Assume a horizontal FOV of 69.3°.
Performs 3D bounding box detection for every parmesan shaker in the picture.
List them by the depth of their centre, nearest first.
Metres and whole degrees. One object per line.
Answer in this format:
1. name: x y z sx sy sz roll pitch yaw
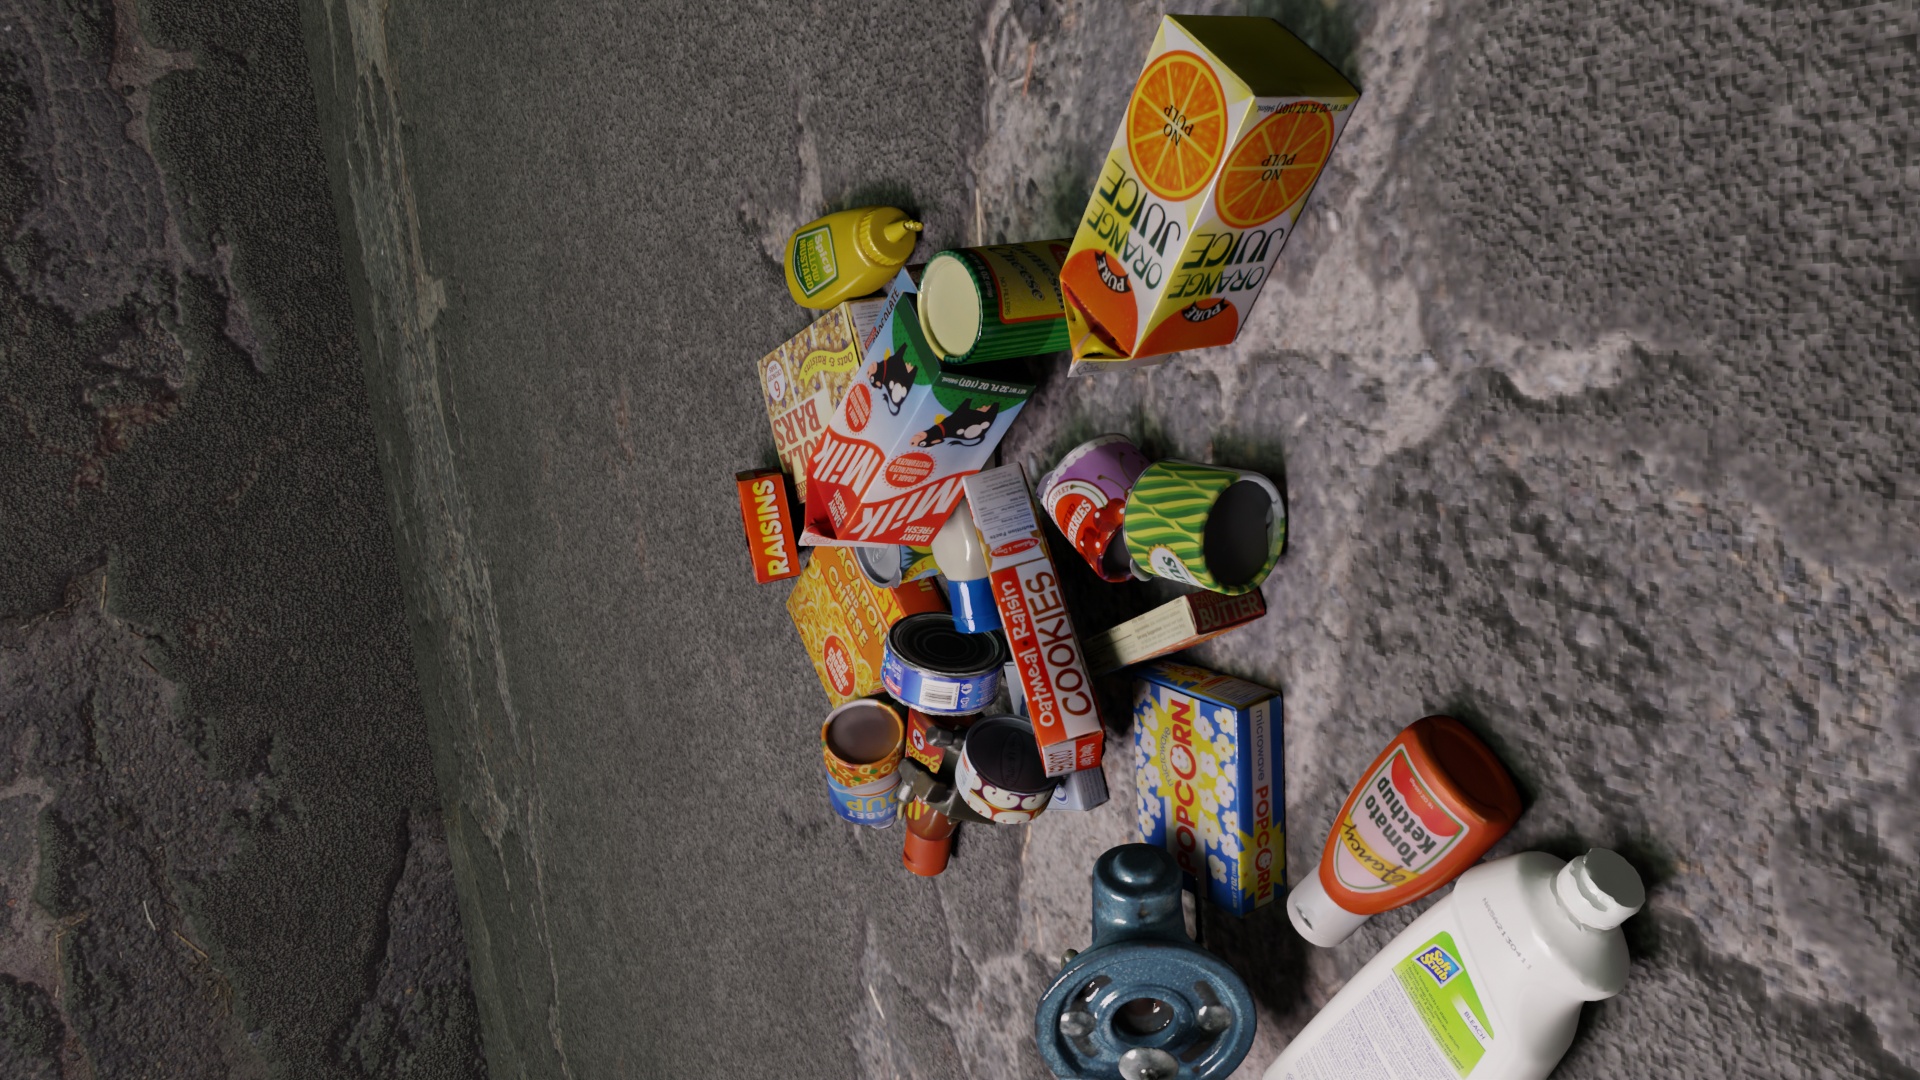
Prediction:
1. parmesan shaker: 0.037 -0.137 0.801 0.071 0.103 0.071 25 121 50

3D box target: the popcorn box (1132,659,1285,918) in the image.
1. popcorn box: 0.142 0.139 0.797 0.085 0.038 0.126 14 112 53

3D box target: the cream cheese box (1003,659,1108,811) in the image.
1. cream cheese box: 0.063 0.128 0.925 0.053 0.024 0.103 -15 89 58

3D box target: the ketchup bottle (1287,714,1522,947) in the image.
1. ketchup bottle: 0.213 0.152 0.690 0.065 0.044 0.148 58 143 30

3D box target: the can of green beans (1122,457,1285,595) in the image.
1. can of green beans: 0.130 -0.008 0.738 0.058 0.071 0.071 16 114 53

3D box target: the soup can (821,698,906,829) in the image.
1. soup can: -0.072 0.176 1.088 0.071 0.071 0.083 50 155 35

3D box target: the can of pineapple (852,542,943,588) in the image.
1. can of pineapple: -0.037 -0.002 1.001 0.071 0.058 0.070 26 122 51

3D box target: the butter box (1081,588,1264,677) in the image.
1. butter box: 0.119 0.050 0.787 0.103 0.053 0.024 -33 73 55

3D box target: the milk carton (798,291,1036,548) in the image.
1. milk carton: -0.037 -0.059 0.885 0.189 0.072 0.074 -56 44 37

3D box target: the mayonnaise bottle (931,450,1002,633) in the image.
1. mayonnaise bottle: 0.003 -0.012 0.953 0.064 0.041 0.147 5 106 58

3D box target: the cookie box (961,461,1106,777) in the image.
1. cookie box: 0.046 0.052 0.841 0.122 0.040 0.168 73 -179 -72

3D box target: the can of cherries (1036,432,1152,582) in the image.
1. can of cherries: 0.087 -0.018 0.795 0.058 0.072 0.071 52 140 33

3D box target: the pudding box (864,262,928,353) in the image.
1. pudding box: -0.028 -0.152 0.942 0.030 0.050 0.083 61 144 20

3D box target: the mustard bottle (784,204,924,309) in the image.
1. mustard bottle: -0.073 -0.208 0.992 0.160 0.049 0.065 -8 93 57

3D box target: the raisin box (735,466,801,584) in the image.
1. raisin box: -0.162 -0.016 1.159 0.123 0.040 0.086 -150 50 -78

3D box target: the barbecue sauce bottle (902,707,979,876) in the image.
1. barbecue sauce bottle: -0.019 0.187 1.051 0.065 0.044 0.147 43 134 46

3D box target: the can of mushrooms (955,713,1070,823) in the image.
1. can of mushrooms: 0.034 0.147 0.894 0.071 0.071 0.033 51 138 35

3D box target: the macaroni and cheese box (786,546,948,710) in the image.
1. macaroni and cheese box: -0.077 0.054 1.097 0.124 0.040 0.165 62 145 23

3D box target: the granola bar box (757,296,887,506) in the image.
1. granola bar box: -0.096 -0.103 1.072 0.165 0.039 0.124 -18 86 57

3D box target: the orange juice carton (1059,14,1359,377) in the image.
1. orange juice carton: 0.114 -0.160 0.705 0.073 0.072 0.191 55 141 32
